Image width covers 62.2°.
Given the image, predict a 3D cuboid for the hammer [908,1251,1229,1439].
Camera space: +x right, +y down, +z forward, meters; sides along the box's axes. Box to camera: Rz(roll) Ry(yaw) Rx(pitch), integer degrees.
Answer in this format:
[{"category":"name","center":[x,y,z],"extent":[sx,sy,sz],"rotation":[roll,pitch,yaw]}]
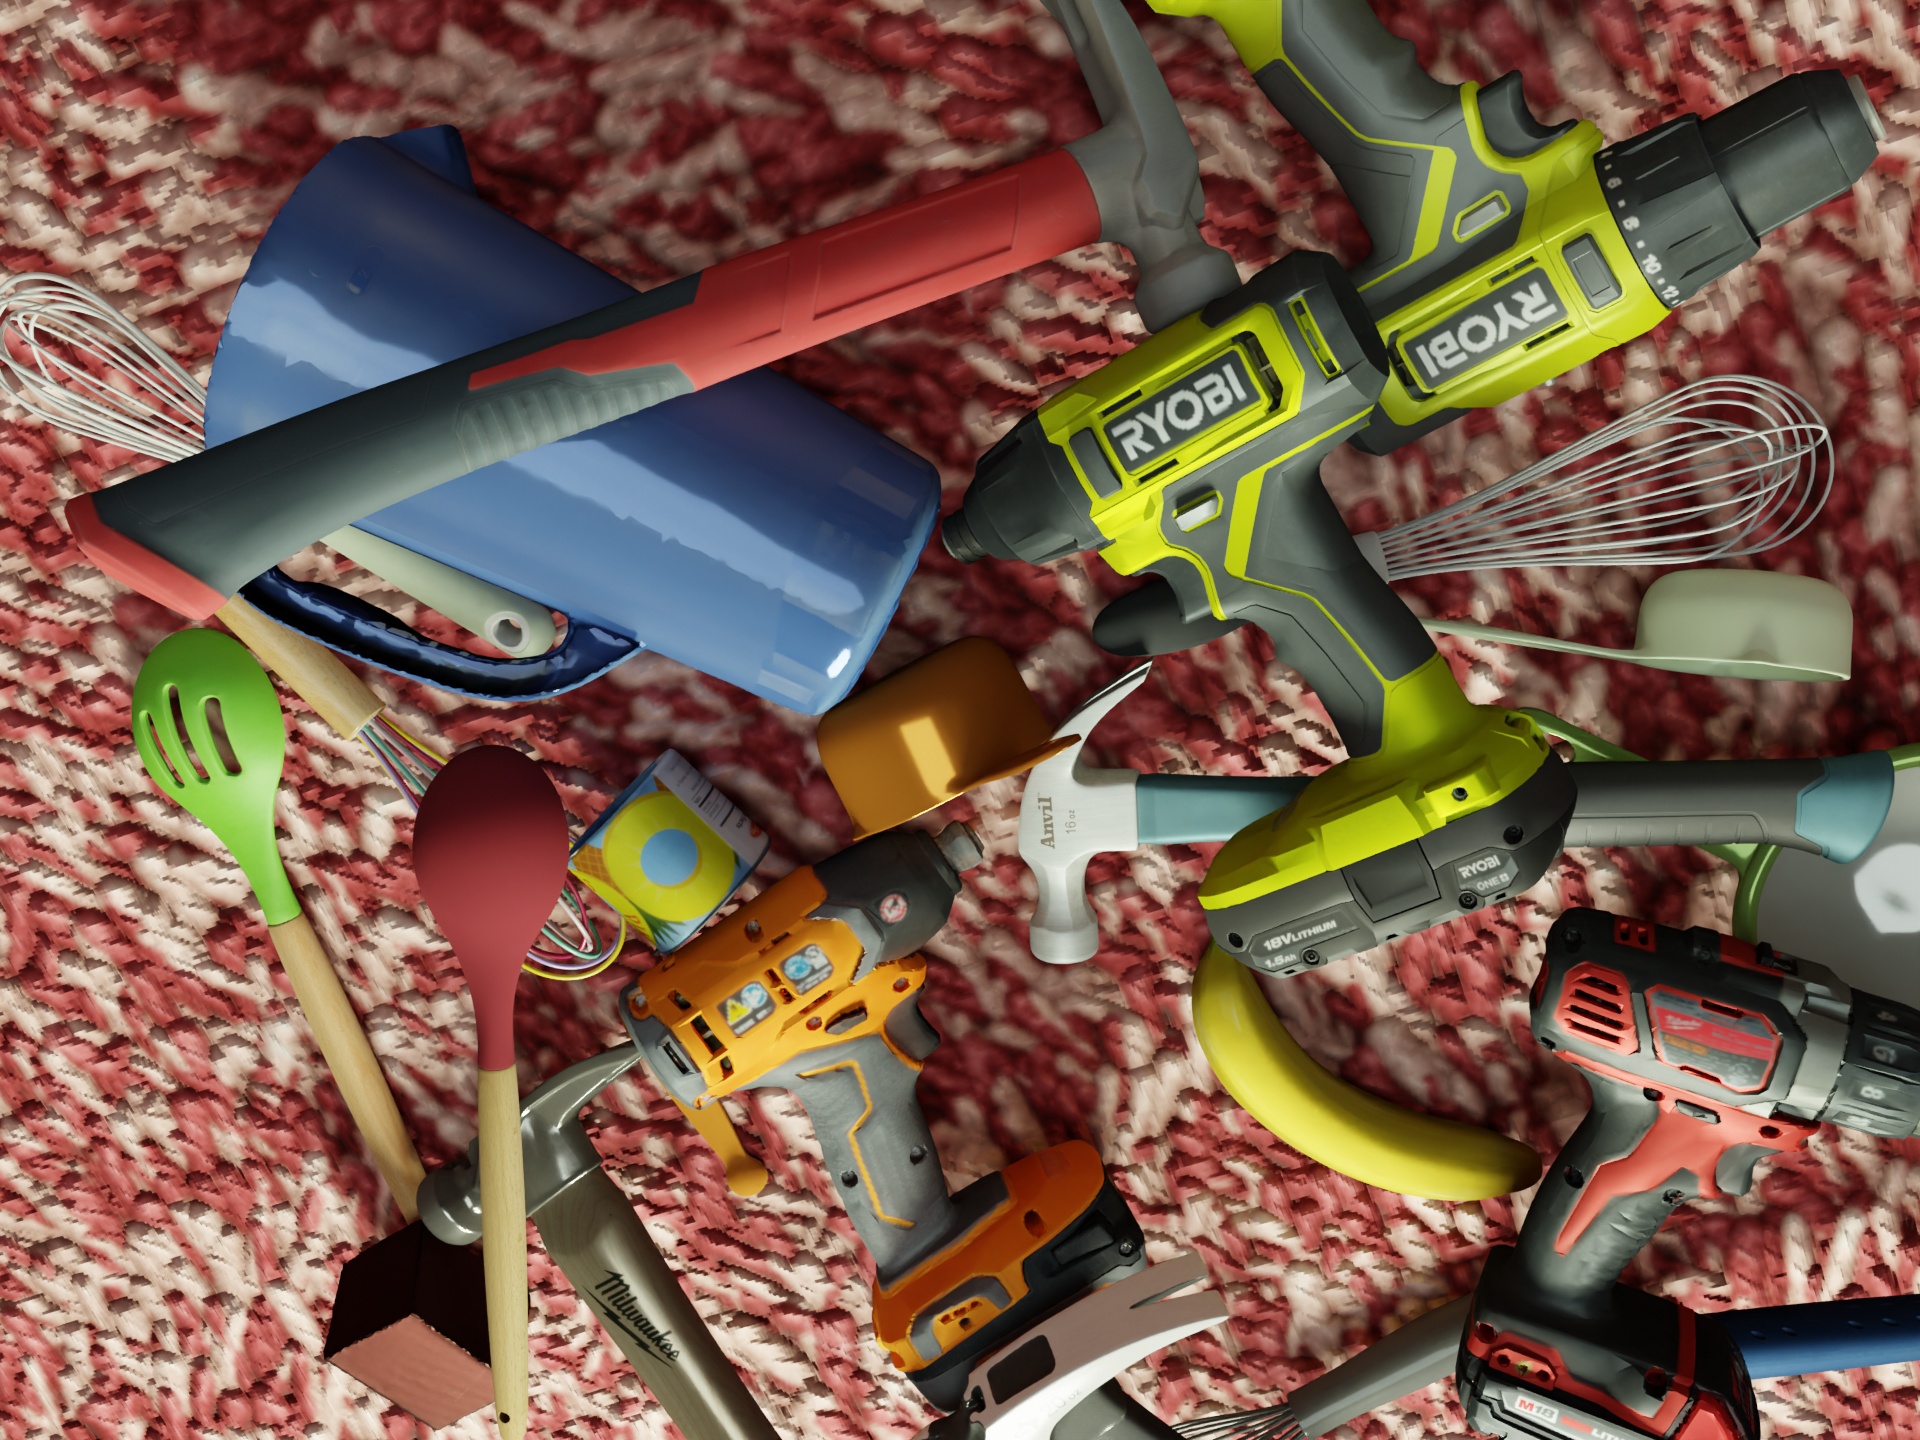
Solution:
[{"category":"hammer","center":[0.132,0.354,0.710],"extent":[0.146,0.035,0.334],"rotation":[-42,119,8]}]

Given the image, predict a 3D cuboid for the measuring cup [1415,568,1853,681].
[{"category":"measuring cup","center":[0.259,-0.044,0.626],"extent":[0.167,0.083,0.038],"rotation":[9,91,17]}]

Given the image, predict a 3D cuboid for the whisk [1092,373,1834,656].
[{"category":"whisk","center":[0.189,-0.071,0.621],"extent":[0.284,0.070,0.070],"rotation":[-14,106,12]}]

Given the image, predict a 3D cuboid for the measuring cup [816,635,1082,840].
[{"category":"measuring cup","center":[-0.001,-0.002,0.591],"extent":[0.095,0.173,0.052],"rotation":[-29,93,-18]}]

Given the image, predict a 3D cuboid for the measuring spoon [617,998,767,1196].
[{"category":"measuring spoon","center":[-0.123,0.173,0.727],"extent":[0.021,0.011,0.117],"rotation":[-27,104,10]}]

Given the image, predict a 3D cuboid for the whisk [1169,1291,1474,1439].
[{"category":"whisk","center":[0.163,0.330,0.750],"extent":[0.239,0.055,0.055],"rotation":[-32,104,6]}]

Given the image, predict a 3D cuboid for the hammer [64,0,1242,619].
[{"category":"hammer","center":[-0.093,-0.141,0.519],"extent":[0.386,0.038,0.143],"rotation":[-25,92,-19]}]

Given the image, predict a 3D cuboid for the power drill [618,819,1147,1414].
[{"category":"power drill","center":[-0.016,0.160,0.681],"extent":[0.164,0.084,0.226],"rotation":[-35,100,-3]}]

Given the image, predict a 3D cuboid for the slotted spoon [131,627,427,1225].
[{"category":"slotted spoon","center":[-0.288,0.110,0.707],"extent":[0.070,0.031,0.313],"rotation":[-13,108,11]}]

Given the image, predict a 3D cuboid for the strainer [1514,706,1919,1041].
[{"category":"strainer","center":[0.345,0.053,0.655],"extent":[0.256,0.069,0.151],"rotation":[27,109,12]}]

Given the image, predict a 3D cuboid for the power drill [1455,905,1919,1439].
[{"category":"power drill","center":[0.305,0.197,0.631],"extent":[0.188,0.080,0.226],"rotation":[16,108,20]}]

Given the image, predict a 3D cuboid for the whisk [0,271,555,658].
[{"category":"whisk","center":[-0.271,-0.096,0.632],"extent":[0.246,0.059,0.057],"rotation":[33,113,-13]}]

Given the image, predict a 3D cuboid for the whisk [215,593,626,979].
[{"category":"whisk","center":[-0.236,0.019,0.669],"extent":[0.047,0.051,0.245],"rotation":[-41,99,19]}]

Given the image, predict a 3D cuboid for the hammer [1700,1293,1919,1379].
[{"category":"hammer","center":[0.466,0.255,0.690],"extent":[0.405,0.144,0.035],"rotation":[-12,105,15]}]

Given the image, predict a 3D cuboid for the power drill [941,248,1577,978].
[{"category":"power drill","center":[0.105,-0.030,0.576],"extent":[0.171,0.080,0.223],"rotation":[-27,95,28]}]

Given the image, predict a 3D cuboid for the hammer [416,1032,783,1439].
[{"category":"hammer","center":[-0.074,0.332,0.687],"extent":[0.146,0.038,0.411],"rotation":[-39,81,16]}]

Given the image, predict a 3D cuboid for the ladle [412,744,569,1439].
[{"category":"ladle","center":[-0.193,0.165,0.663],"extent":[0.069,0.031,0.315],"rotation":[6,106,14]}]

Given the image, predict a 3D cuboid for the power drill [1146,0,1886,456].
[{"category":"power drill","center":[0.170,-0.224,0.535],"extent":[0.190,0.080,0.228],"rotation":[-26,105,34]}]

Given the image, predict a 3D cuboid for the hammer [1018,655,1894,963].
[{"category":"hammer","center":[0.186,0.036,0.635],"extent":[0.331,0.033,0.128],"rotation":[-1,105,14]}]
